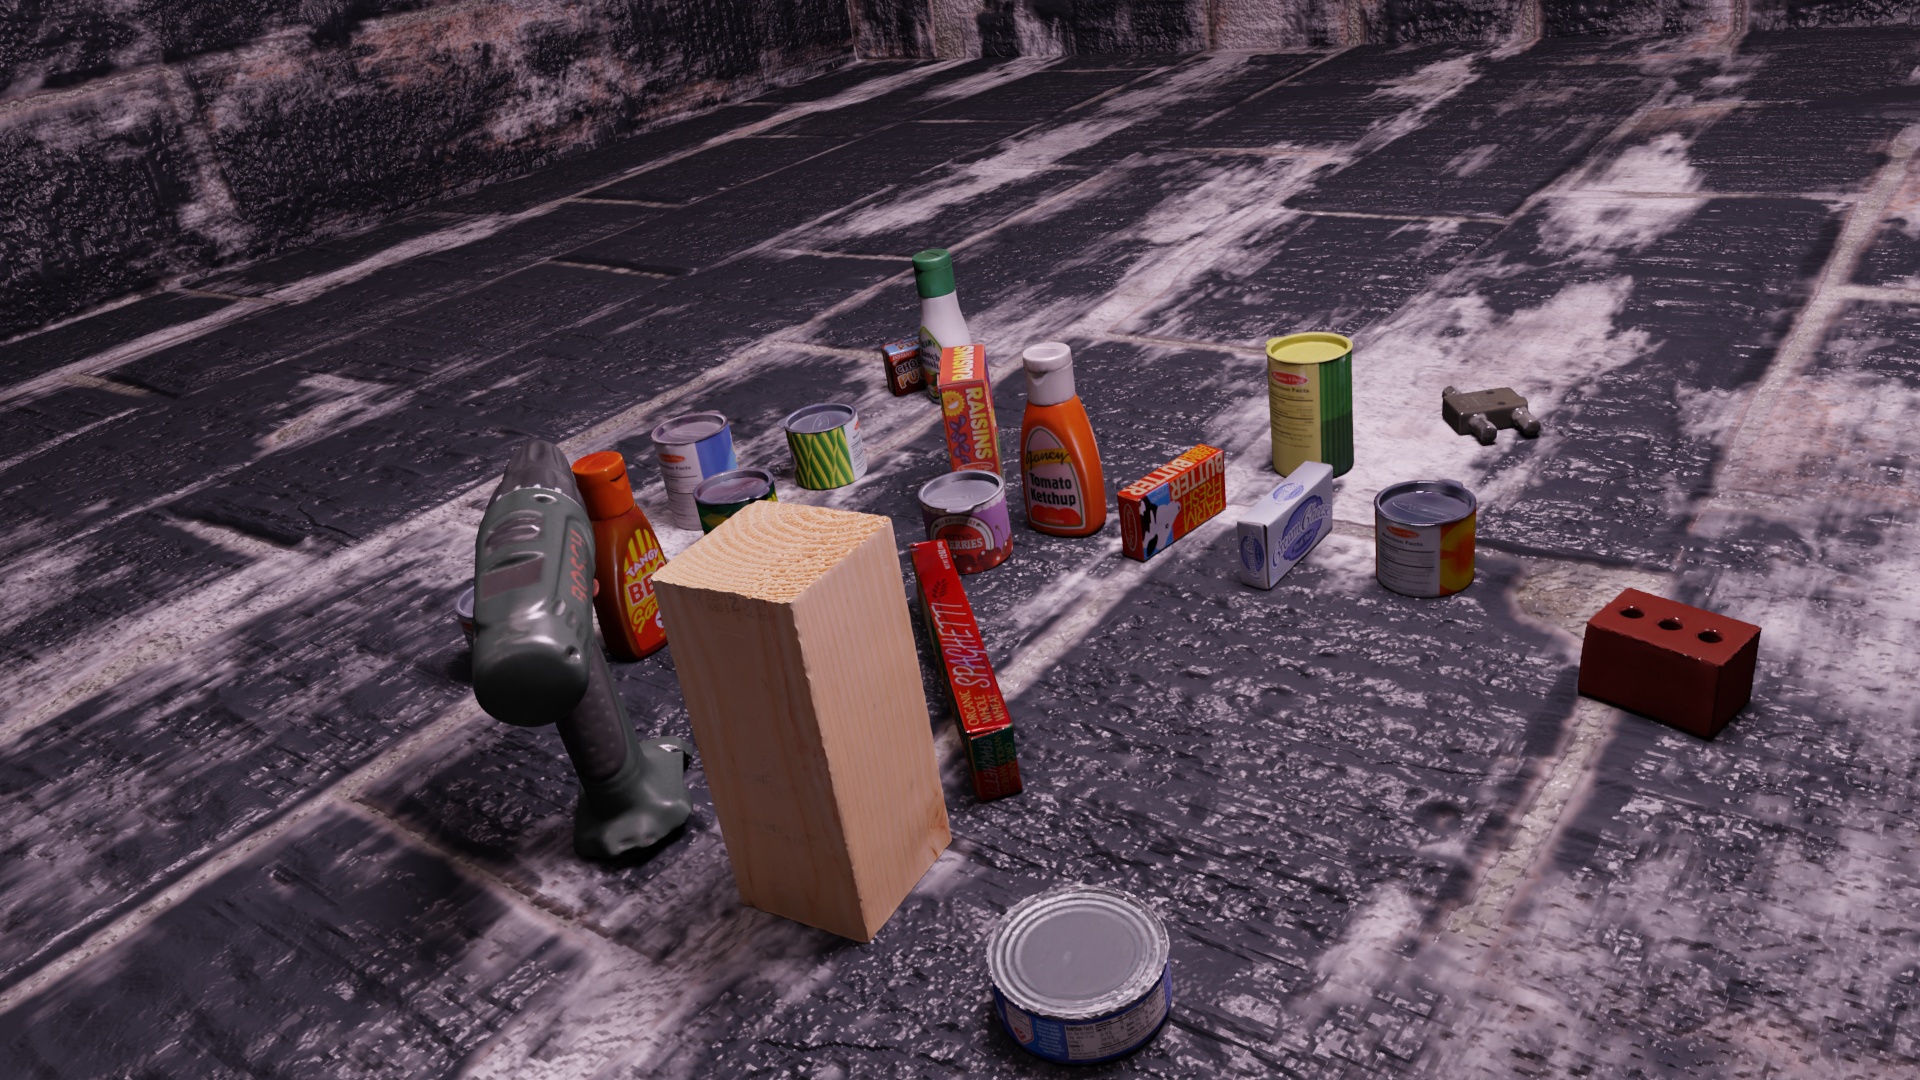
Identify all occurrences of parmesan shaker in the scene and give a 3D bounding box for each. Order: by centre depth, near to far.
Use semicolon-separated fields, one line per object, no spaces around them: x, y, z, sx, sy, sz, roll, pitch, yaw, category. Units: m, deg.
0.279;-0.108;1.114;0.071;0.102;0.071;-7;27;4;parmesan shaker

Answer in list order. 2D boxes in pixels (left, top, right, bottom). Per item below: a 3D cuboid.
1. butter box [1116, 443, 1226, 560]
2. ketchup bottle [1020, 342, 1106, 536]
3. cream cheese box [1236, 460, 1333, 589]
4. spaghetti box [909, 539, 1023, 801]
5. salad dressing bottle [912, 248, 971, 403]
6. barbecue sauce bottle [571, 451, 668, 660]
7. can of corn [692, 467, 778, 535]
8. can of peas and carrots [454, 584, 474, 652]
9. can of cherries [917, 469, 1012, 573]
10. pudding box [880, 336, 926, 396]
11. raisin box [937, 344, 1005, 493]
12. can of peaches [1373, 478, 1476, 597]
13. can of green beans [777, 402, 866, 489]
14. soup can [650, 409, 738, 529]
0.162;-0.030;1.055;0.104;0.053;0.024;-30;33;-35;butter box
0.075;-0.077;1.070;0.065;0.148;0.044;9;32;32;ketchup bottle
0.235;-0.012;0.997;0.024;0.053;0.104;14;35;38;cream cheese box
0.000;0.076;0.906;0.029;0.050;0.251;-12;27;-5;spaghetti box
-0.018;-0.208;1.351;0.044;0.147;0.064;-24;30;-26;salad dressing bottle
-0.244;0.009;1.003;0.043;0.147;0.065;6;30;27;barbecue sauce bottle
-0.178;-0.019;1.135;0.071;0.058;0.071;-7;27;4;can of corn
-0.329;0.062;1.025;0.071;0.058;0.071;-7;27;4;can of peas and carrots
0.004;-0.013;1.067;0.071;0.058;0.072;-7;27;4;can of cherries
-0.035;-0.183;1.416;0.084;0.049;0.030;-17;28;-15;pudding box
0.010;-0.089;1.140;0.040;0.122;0.086;-7;27;5;raisin box
0.318;-0.002;0.948;0.071;0.057;0.071;-7;27;4;can of peaches
-0.121;-0.085;1.244;0.071;0.057;0.071;-7;27;4;can of green beans
-0.224;-0.061;1.204;0.071;0.083;0.072;-7;27;4;soup can
